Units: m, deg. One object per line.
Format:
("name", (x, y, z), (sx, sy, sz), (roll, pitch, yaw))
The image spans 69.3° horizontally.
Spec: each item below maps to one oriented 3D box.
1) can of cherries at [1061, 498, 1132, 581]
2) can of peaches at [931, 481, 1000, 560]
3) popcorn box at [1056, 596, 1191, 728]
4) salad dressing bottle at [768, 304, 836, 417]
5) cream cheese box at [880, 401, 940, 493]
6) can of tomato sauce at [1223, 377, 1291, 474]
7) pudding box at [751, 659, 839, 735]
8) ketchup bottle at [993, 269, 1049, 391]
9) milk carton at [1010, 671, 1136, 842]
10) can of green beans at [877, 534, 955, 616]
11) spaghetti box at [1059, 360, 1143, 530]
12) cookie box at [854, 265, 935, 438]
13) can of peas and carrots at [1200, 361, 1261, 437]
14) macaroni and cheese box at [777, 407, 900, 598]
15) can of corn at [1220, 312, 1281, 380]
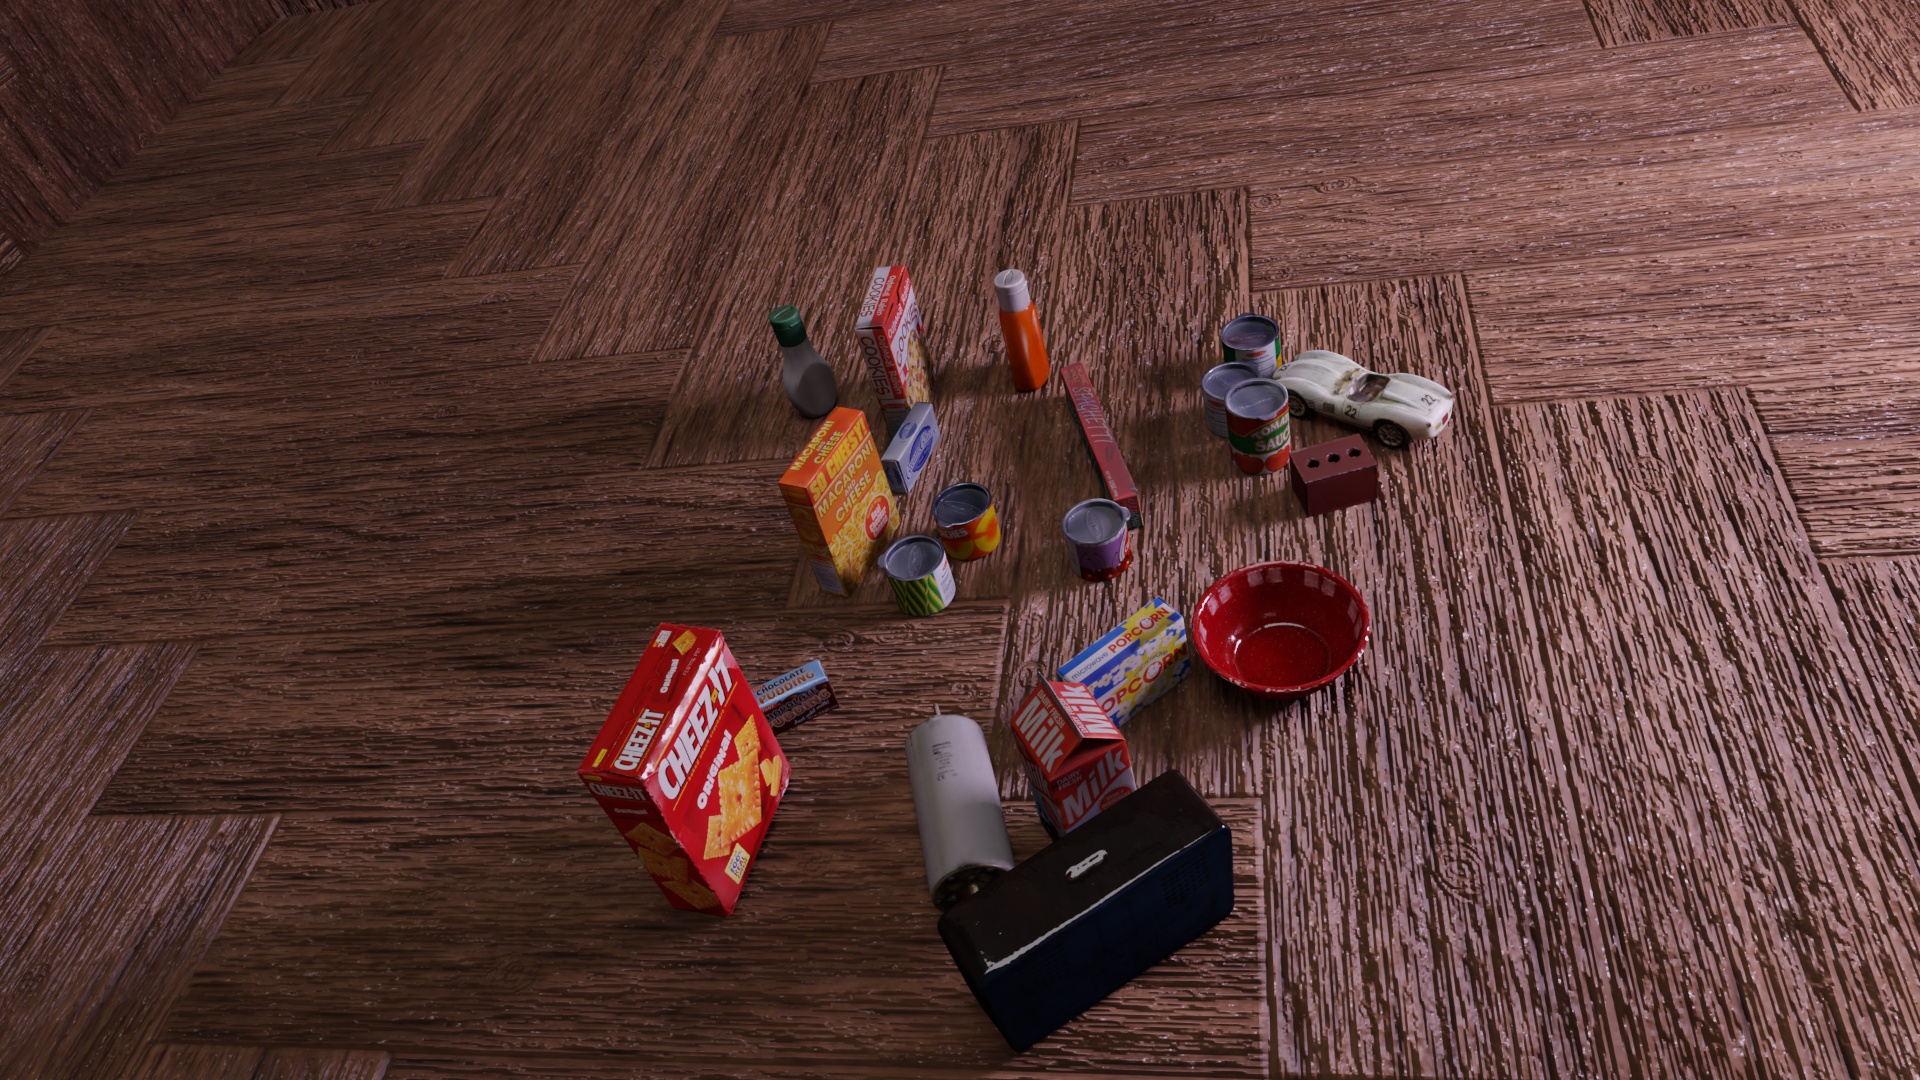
("can of cherries", (0.145, 0.000, 1.438), (0.071, 0.058, 0.072), (-9, 43, 9))
("can of peaches", (0.005, -0.019, 1.500), (0.071, 0.057, 0.071), (-9, 43, 9))
("popcorn box", (0.153, 0.122, 1.289), (0.127, 0.084, 0.038), (-34, 45, -18))
("salad dressing bottle", (-0.195, -0.220, 1.704), (0.064, 0.147, 0.044), (-39, 47, -22))
("cream cheese box", (-0.056, -0.108, 1.615), (0.024, 0.053, 0.104), (8, 48, 24))
("can of tomato sauce", (0.321, -0.121, 1.490), (0.071, 0.082, 0.071), (-9, 43, 9))
("pudding box", (-0.167, 0.157, 1.377), (0.084, 0.049, 0.030), (-24, 43, -8))
("ketchup bottle", (0.073, -0.252, 1.654), (0.043, 0.148, 0.065), (1, 46, 18))
("milk carton", (0.097, 0.190, 1.158), (0.073, 0.189, 0.072), (-26, 44, -10))
("can of green beans", (-0.043, 0.037, 1.457), (0.071, 0.057, 0.071), (-9, 43, 9))
("spaghetti box", (0.156, -0.110, 1.553), (0.029, 0.050, 0.251), (-16, 43, 1))
("cookie box", (-0.074, -0.225, 1.658), (0.040, 0.166, 0.123), (-2, 45, 16))
("can of peas and carrots", (0.306, -0.158, 1.551), (0.071, 0.058, 0.071), (-9, 43, 9))
("macaroni and cheese box", (-0.127, -0.040, 1.483), (0.040, 0.165, 0.124), (11, 50, 27))
("can of corn", (0.336, -0.220, 1.606), (0.071, 0.058, 0.071), (-9, 43, 9))
